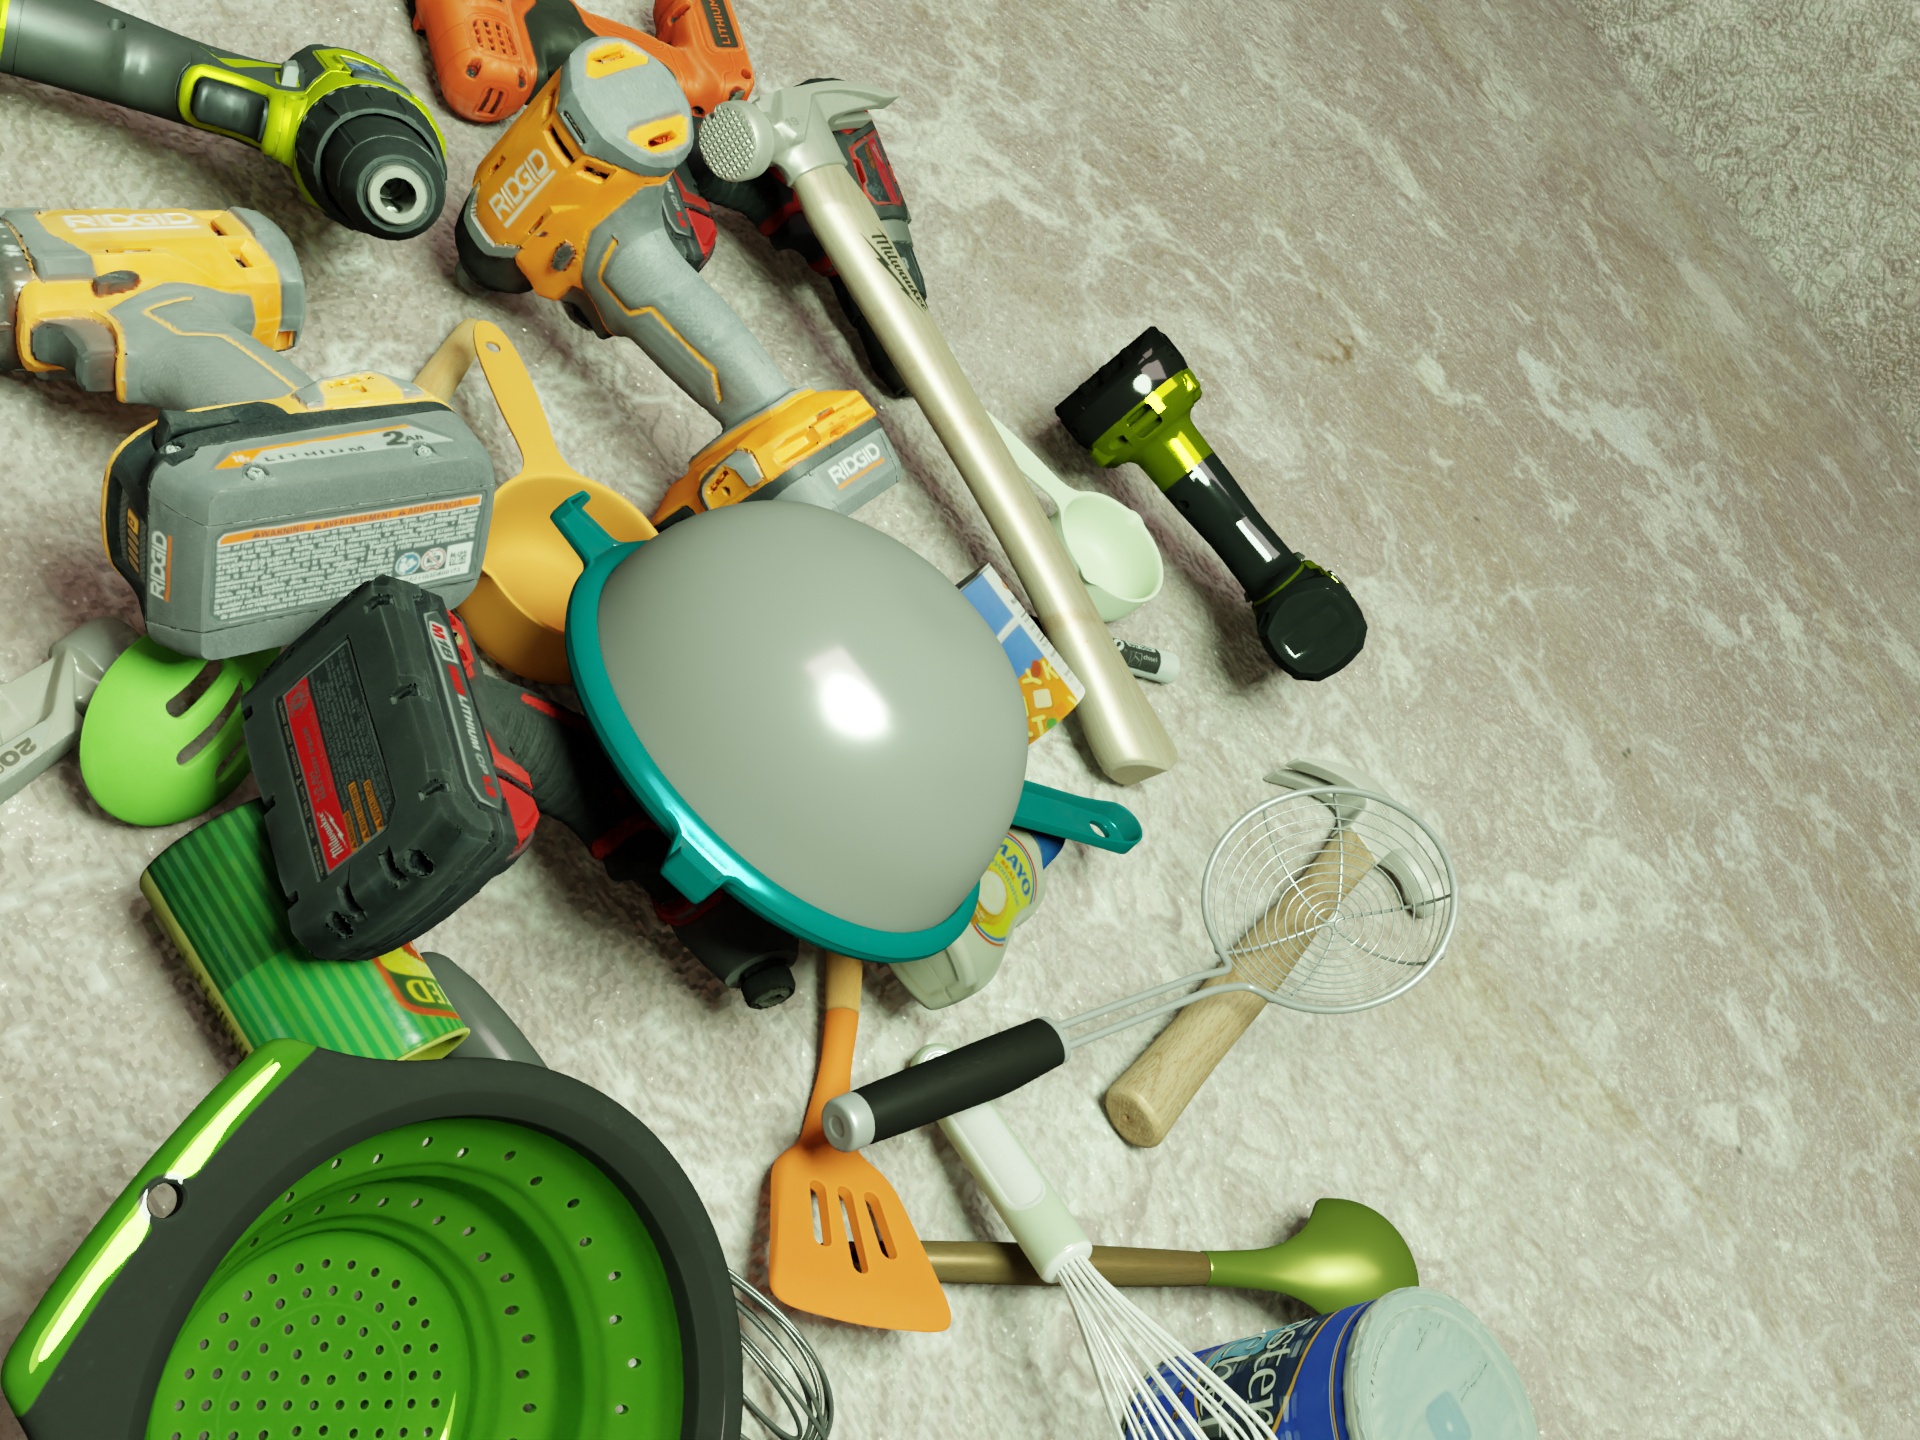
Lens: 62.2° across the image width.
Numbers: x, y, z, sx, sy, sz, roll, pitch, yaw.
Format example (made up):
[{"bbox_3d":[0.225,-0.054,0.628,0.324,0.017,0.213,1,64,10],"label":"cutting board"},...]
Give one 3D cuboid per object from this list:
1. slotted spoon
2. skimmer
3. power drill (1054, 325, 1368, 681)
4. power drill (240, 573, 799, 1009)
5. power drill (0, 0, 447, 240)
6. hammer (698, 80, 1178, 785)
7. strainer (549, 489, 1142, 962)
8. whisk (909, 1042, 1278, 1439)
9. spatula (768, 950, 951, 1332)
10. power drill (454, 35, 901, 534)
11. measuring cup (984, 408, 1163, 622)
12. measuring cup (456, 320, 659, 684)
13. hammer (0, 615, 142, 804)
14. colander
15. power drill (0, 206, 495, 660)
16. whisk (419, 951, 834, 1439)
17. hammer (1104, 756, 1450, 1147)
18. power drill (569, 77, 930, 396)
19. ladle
[{"bbox_3d":[-0.258,-0.081,0.655,0.314,0.031,0.070,-77,157,-45],"label":"slotted spoon"},{"bbox_3d":[0.093,0.109,0.726,0.363,0.090,0.127,-11,44,-42],"label":"skimmer"},{"bbox_3d":[0.161,-0.129,0.982,0.223,0.080,0.171,51,13,-1],"label":"power drill"},{"bbox_3d":[-0.143,0.038,0.596,0.219,0.078,0.143,22,38,-57],"label":"power drill"},{"bbox_3d":[-0.325,-0.258,0.646,0.228,0.080,0.191,9,23,-32],"label":"power drill"},{"bbox_3d":[0.012,-0.153,0.862,0.410,0.038,0.146,60,39,-7],"label":"hammer"},{"bbox_3d":[-0.001,-0.002,0.676,0.340,0.095,0.211,19,37,-46],"label":"strainer"},{"bbox_3d":[0.047,0.224,0.640,0.058,0.059,0.247,-27,53,-17],"label":"whisk"},{"bbox_3d":[-0.046,0.104,0.701,0.081,0.041,0.323,22,49,-28],"label":"spatula"},{"bbox_3d":[-0.145,-0.174,0.743,0.084,0.164,0.226,-42,104,-44],"label":"power drill"},{"bbox_3d":[0.047,-0.125,0.936,0.167,0.038,0.083,43,44,-4],"label":"measuring cup"},{"bbox_3d":[-0.193,-0.095,0.709,0.095,0.052,0.174,-8,66,-42],"label":"measuring cup"},{"bbox_3d":[-0.449,-0.100,0.514,0.359,0.036,0.149,45,43,-6],"label":"hammer"},{"bbox_3d":[-0.125,0.265,0.505,0.396,0.094,0.205,52,45,-25],"label":"colander"},{"bbox_3d":[-0.300,-0.118,0.579,0.185,0.084,0.226,-19,51,-44],"label":"power drill"},{"bbox_3d":[-0.128,0.179,0.583,0.239,0.055,0.055,50,43,6],"label":"whisk"},{"bbox_3d":[0.171,0.121,0.873,0.130,0.031,0.331,53,43,2],"label":"hammer"},{"bbox_3d":[-0.108,-0.262,0.870,0.226,0.080,0.188,-19,87,-48],"label":"power drill"},{"bbox_3d":[0.079,0.248,0.713,0.320,0.062,0.078,11,56,-26],"label":"ladle"}]
